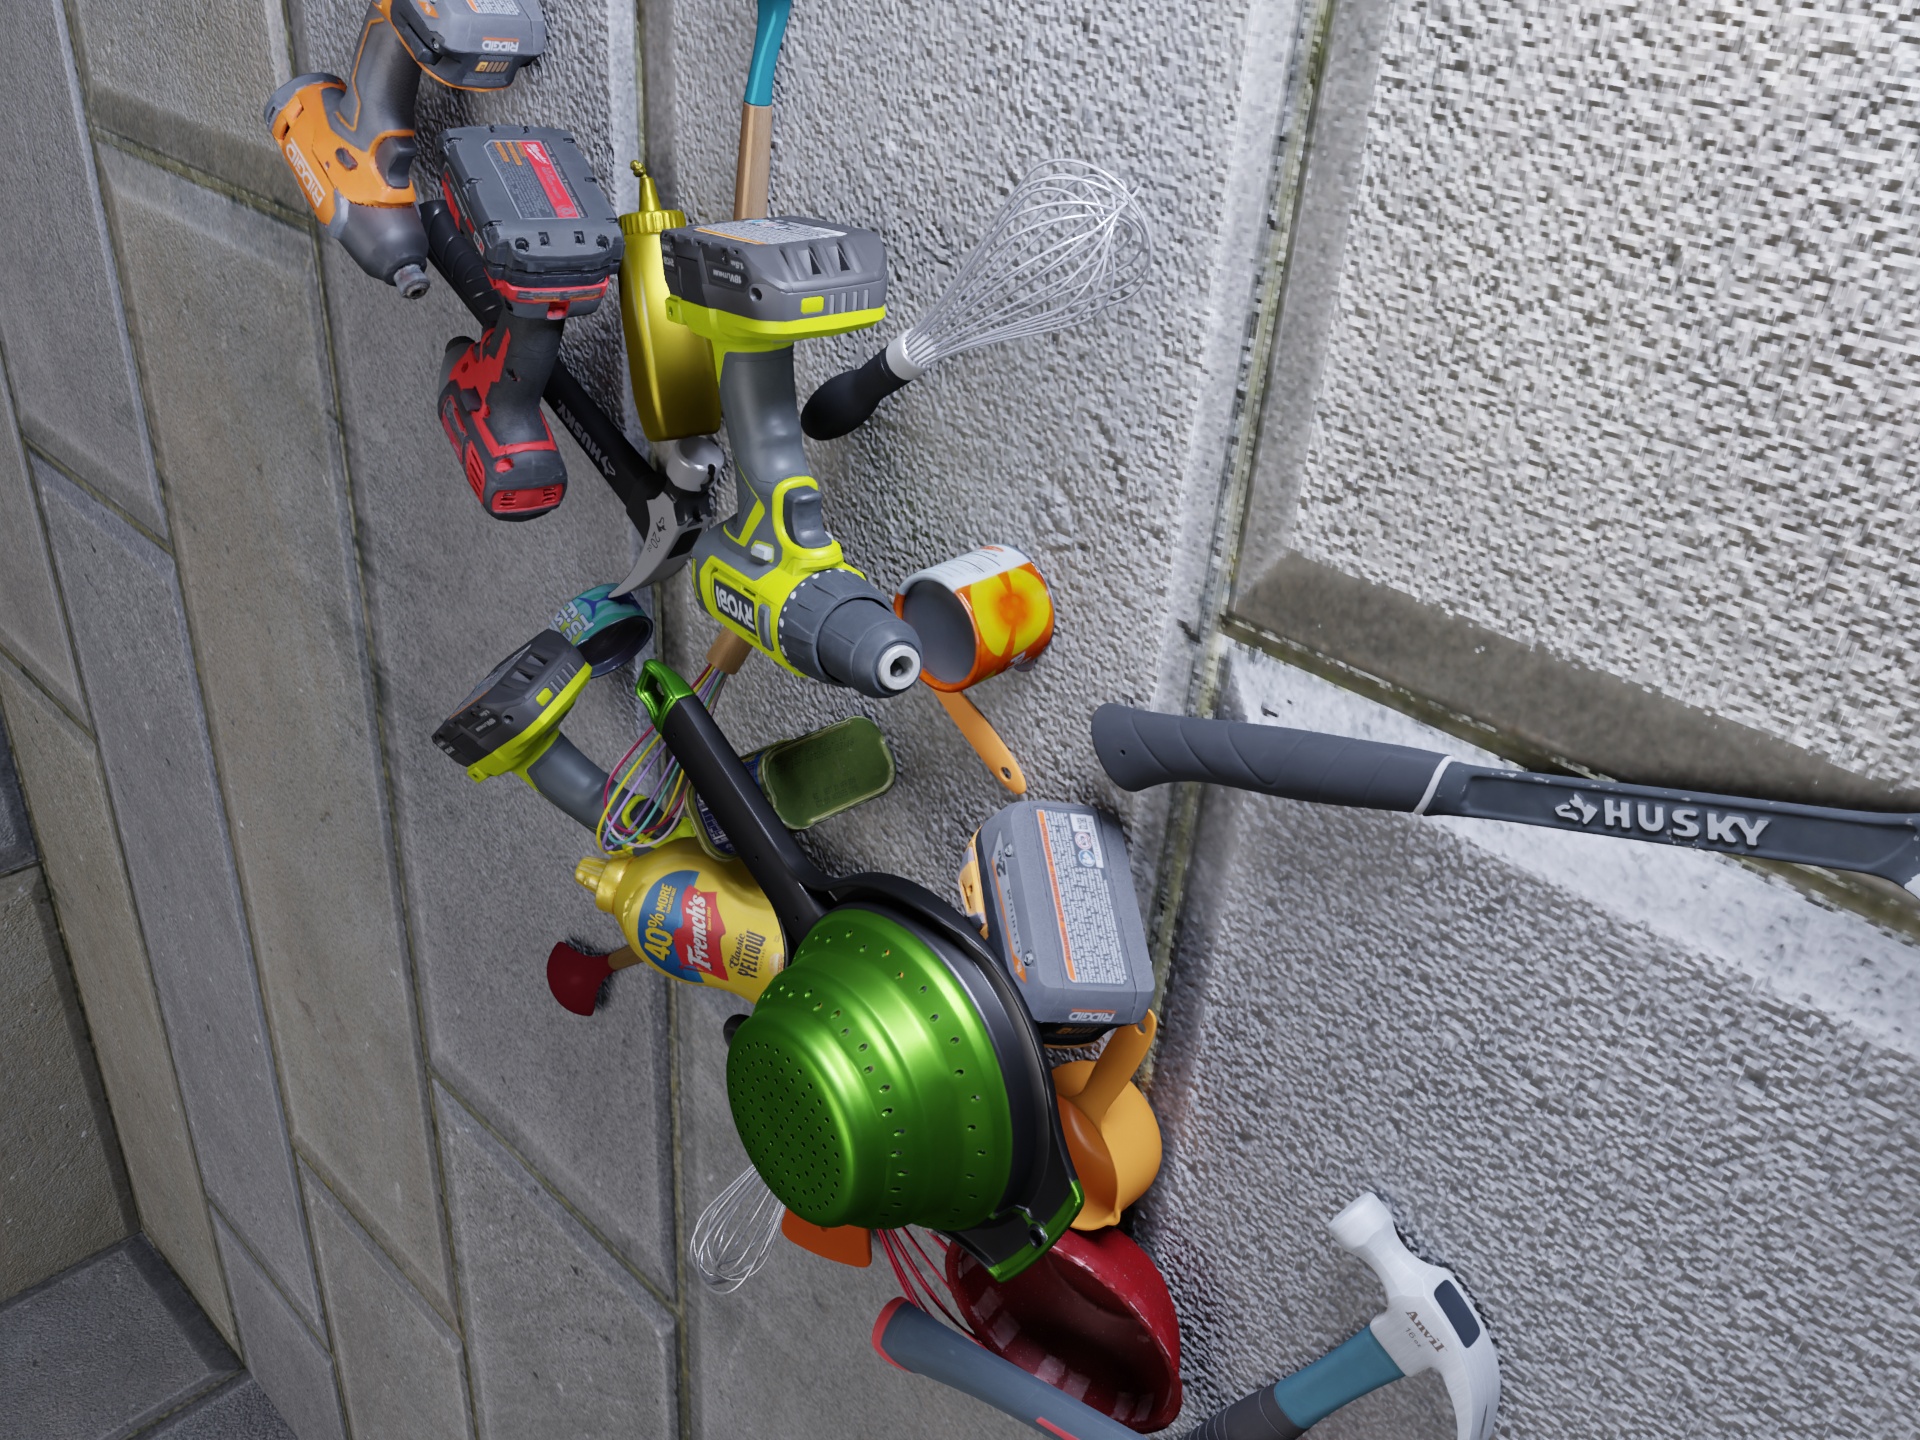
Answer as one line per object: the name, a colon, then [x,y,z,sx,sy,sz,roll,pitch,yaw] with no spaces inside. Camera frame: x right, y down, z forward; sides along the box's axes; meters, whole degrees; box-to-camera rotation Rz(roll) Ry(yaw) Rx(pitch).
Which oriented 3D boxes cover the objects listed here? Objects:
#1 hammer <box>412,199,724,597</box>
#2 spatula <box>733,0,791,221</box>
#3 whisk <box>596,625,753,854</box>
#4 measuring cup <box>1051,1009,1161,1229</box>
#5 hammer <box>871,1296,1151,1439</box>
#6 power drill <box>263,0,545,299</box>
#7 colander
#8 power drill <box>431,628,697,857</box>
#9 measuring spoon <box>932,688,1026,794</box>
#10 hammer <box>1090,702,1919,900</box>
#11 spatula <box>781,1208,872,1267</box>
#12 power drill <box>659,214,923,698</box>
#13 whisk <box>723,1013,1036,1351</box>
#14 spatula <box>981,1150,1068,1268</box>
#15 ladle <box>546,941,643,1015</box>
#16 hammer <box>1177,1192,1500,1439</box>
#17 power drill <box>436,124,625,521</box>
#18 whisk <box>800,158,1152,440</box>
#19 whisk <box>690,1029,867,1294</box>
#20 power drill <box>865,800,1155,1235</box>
hammer: [-0.280,-0.230,1.070,0.335,0.035,0.146,50,137,18]
spatula: [-0.120,-0.305,0.854,0.082,0.044,0.317,35,132,32]
whisk: [-0.155,-0.016,0.973,0.245,0.047,0.051,-57,30,14]
measuring cup: [0.085,0.208,0.884,0.095,0.052,0.173,44,131,25]
hammer: [0.113,0.416,0.896,0.386,0.038,0.143,18,131,29]
power drill: [-0.354,-0.390,1.015,0.226,0.084,0.164,-37,81,41]
colander: [-0.099,0.127,0.836,0.397,0.094,0.204,53,137,22]
power drill: [-0.234,0.049,1.082,0.223,0.080,0.171,45,144,-17]
measuring spoon: [-0.001,-0.003,0.900,0.117,0.011,0.021,52,138,15]
hammer: [0.215,0.025,0.665,0.409,0.036,0.149,8,113,45]
spatula: [-0.108,0.240,1.100,0.081,0.041,0.322,10,122,30]
power drill: [-0.082,-0.130,0.811,0.191,0.080,0.228,32,131,51]
whisk: [-0.057,0.304,1.053,0.296,0.073,0.073,44,136,15]
spatula: [-0.033,0.227,1.044,0.316,0.018,0.059,50,147,17]
ladle: [-0.261,0.188,1.266,0.315,0.031,0.069,-26,88,48]
hammer: [0.178,0.383,0.884,0.128,0.033,0.330,50,138,19]
power drill: [-0.277,-0.243,0.973,0.143,0.078,0.219,60,145,26]
whisk: [-0.007,-0.194,0.783,0.284,0.070,0.070,-18,95,54]
whisk: [-0.099,0.261,1.022,0.246,0.057,0.059,-58,39,3]
power drill: [0.014,0.166,0.873,0.226,0.084,0.186,-47,44,48]
